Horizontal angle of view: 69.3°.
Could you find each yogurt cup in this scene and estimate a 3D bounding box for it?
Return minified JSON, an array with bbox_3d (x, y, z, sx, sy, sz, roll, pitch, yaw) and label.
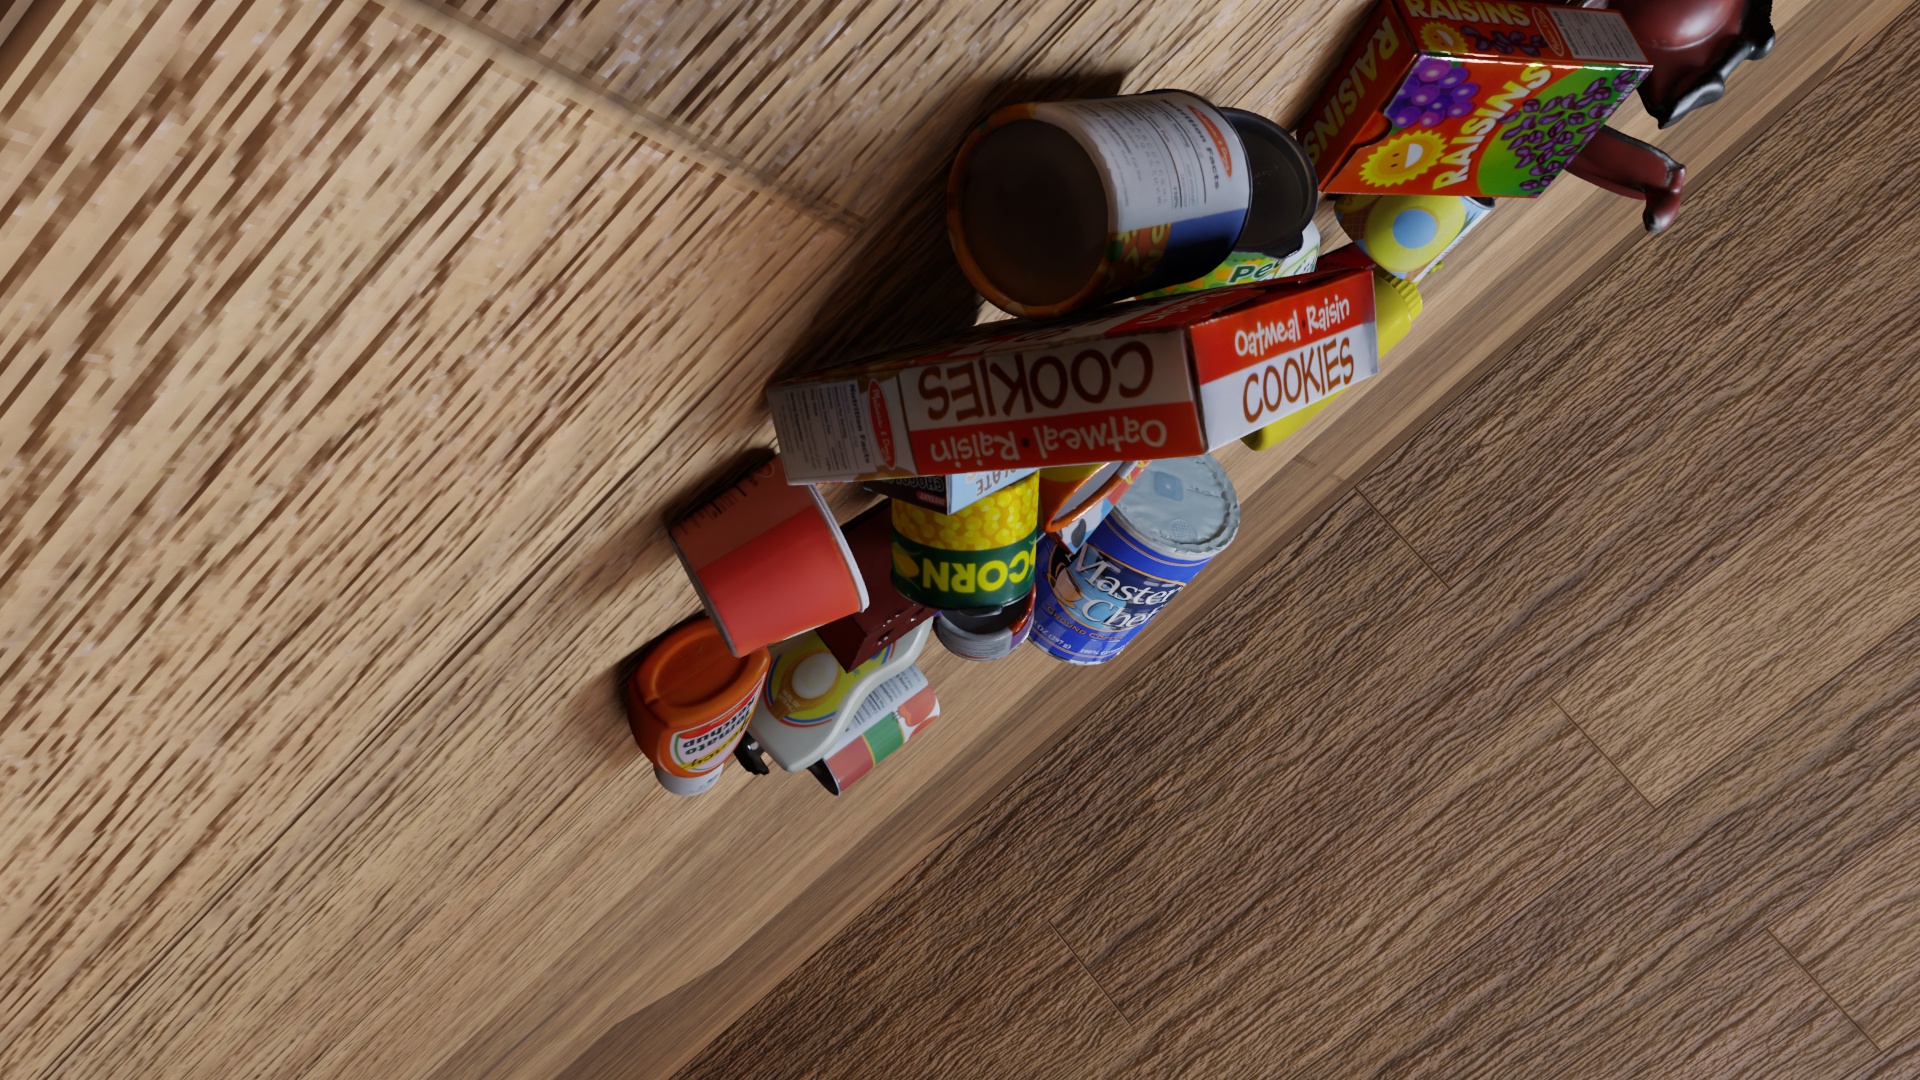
[{"bbox_3d":[-0.073,0.008,0.520,0.054,0.072,0.072,-28,165,-13],"label":"yogurt cup"}]

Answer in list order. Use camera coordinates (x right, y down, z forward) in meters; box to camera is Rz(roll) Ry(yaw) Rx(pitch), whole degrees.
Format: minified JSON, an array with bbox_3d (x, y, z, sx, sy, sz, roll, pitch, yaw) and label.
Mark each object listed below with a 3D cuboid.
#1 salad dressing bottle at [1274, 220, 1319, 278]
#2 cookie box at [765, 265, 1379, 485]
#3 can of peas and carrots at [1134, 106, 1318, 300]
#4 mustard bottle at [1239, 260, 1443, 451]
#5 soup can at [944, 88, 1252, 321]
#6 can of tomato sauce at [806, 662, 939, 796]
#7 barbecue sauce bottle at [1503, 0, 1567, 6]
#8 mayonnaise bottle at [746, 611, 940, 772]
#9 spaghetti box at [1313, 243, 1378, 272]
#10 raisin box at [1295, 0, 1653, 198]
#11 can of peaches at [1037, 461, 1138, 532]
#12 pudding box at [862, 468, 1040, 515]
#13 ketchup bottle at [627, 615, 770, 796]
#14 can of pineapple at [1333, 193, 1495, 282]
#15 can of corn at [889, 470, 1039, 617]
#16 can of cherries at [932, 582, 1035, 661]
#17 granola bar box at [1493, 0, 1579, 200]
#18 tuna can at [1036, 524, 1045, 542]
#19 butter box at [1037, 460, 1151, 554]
[{"bbox_3d":[0.143,-0.142,0.662,0.064,0.044,0.147,-40,167,4],"label":"salad dressing bottle"},{"bbox_3d":[0.038,-0.056,0.468,0.167,0.040,0.123,-2,-165,40],"label":"cookie box"},{"bbox_3d":[0.100,-0.123,0.544,0.071,0.071,0.058,-35,167,-19],"label":"can of peas and carrots"},{"bbox_3d":[0.225,-0.119,0.826,0.160,0.049,0.065,-39,165,-9],"label":"mustard bottle"},{"bbox_3d":[0.044,-0.108,0.449,0.084,0.071,0.071,-24,160,-47],"label":"soup can"},{"bbox_3d":[-0.065,0.111,0.882,0.083,0.071,0.071,-36,166,-20],"label":"can of tomato sauce"},{"bbox_3d":[0.246,-0.233,0.650,0.065,0.044,0.147,-25,161,-25],"label":"barbecue sauce bottle"},{"bbox_3d":[-0.053,0.052,0.734,0.148,0.065,0.041,-43,172,-4],"label":"mayonnaise bottle"},{"bbox_3d":[0.195,-0.139,0.857,0.251,0.029,0.050,-28,162,-43],"label":"spaghetti box"},{"bbox_3d":[0.225,-0.194,0.616,0.123,0.040,0.085,-3,154,-19],"label":"raisin box"},{"bbox_3d":[0.047,-0.044,0.692,0.071,0.058,0.071,-38,167,-10],"label":"can of peaches"},{"bbox_3d":[0.002,-0.042,0.585,0.084,0.050,0.030,-28,126,-44],"label":"pudding box"},{"bbox_3d":[-0.129,0.086,0.670,0.065,0.043,0.148,-34,167,-25],"label":"ketchup bottle"},{"bbox_3d":[0.249,-0.187,0.769,0.071,0.071,0.057,-22,158,-53],"label":"can of pineapple"},{"bbox_3d":[0.002,-0.008,0.620,0.071,0.071,0.058,-27,128,-44],"label":"can of corn"},{"bbox_3d":[0.013,0.034,0.852,0.071,0.071,0.058,-38,166,-9],"label":"can of cherries"},{"bbox_3d":[0.331,-0.247,0.851,0.165,0.039,0.124,-43,166,14],"label":"granola bar box"},{"bbox_3d":[0.026,-0.012,0.798,0.071,0.033,0.071,-38,167,-10],"label":"tuna can"},{"bbox_3d":[0.076,-0.048,0.753,0.103,0.024,0.053,-50,137,-5],"label":"butter box"}]
